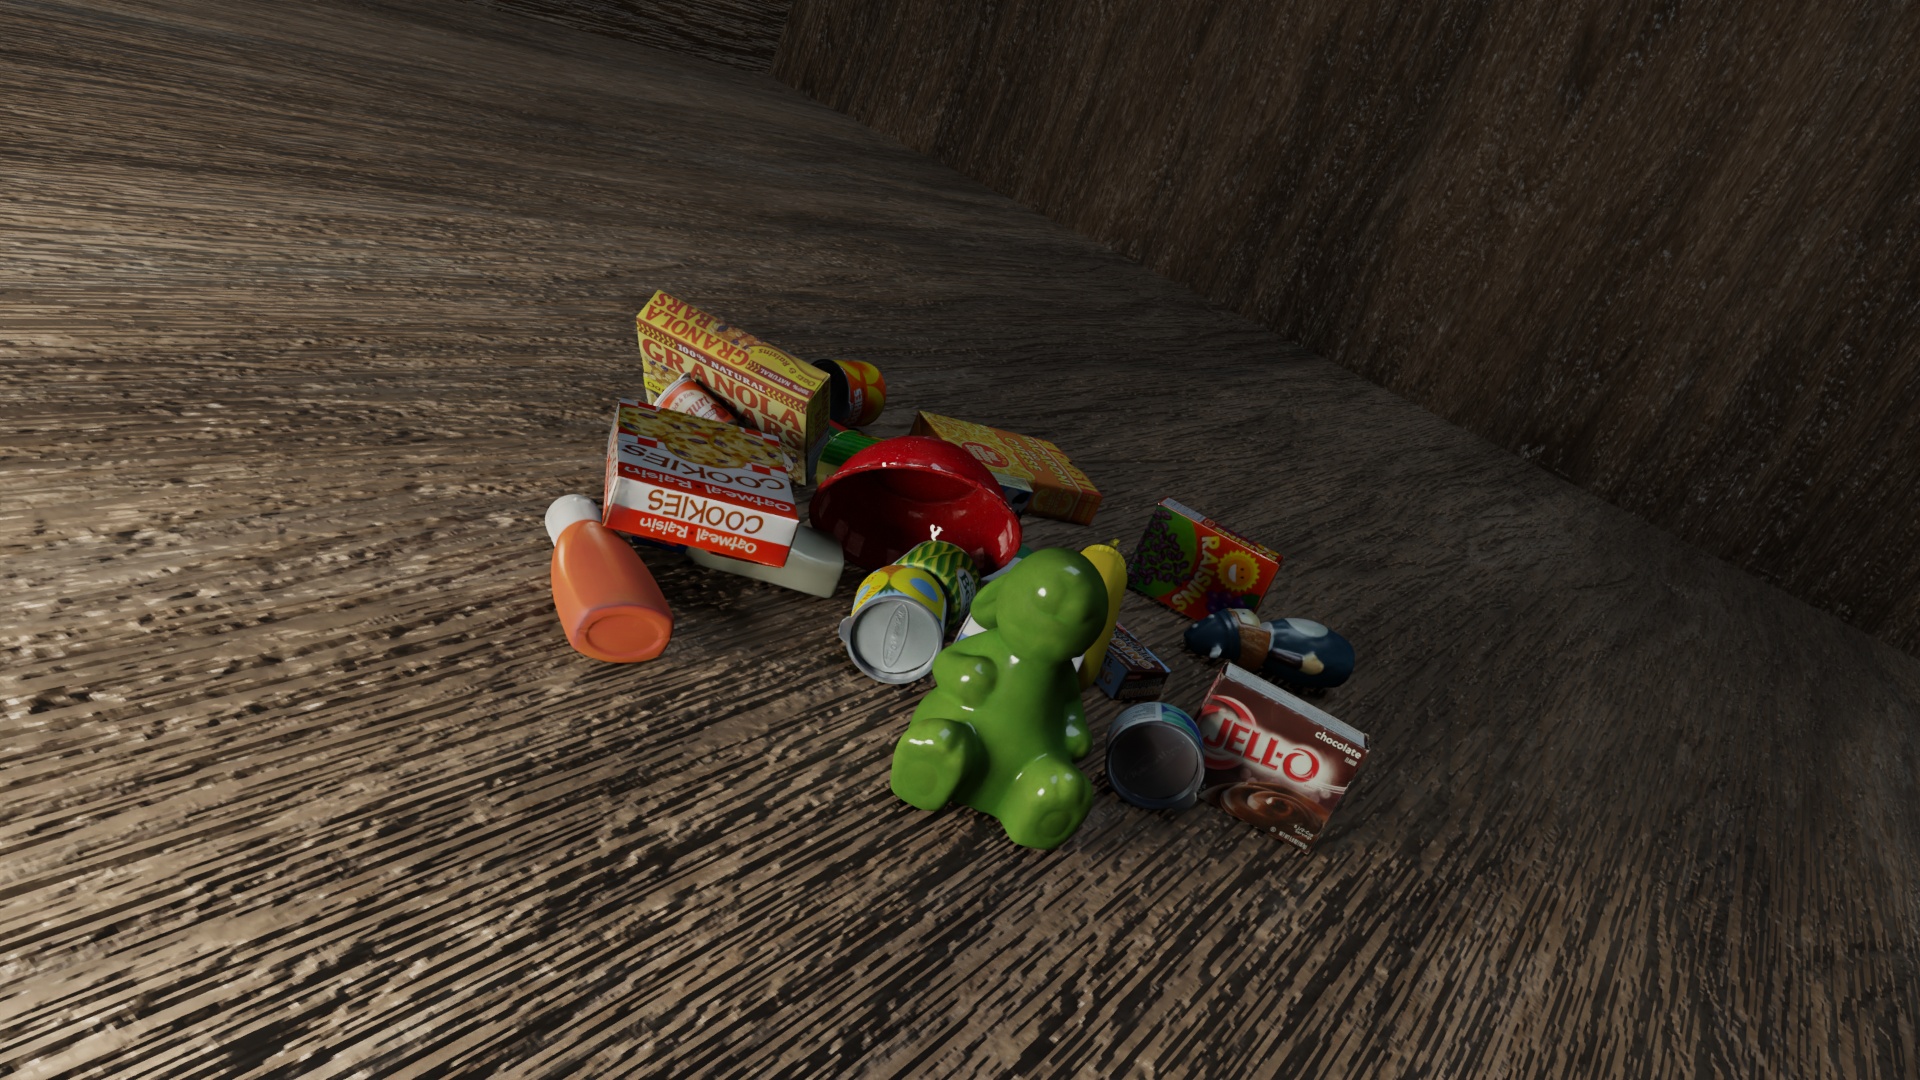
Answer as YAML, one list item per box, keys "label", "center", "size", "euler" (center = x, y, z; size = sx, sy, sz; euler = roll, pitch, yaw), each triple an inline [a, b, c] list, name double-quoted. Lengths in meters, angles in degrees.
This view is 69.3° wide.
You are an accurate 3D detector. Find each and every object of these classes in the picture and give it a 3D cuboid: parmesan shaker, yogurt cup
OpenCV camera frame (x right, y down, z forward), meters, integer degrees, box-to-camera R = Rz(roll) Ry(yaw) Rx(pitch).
- label: "parmesan shaker"
  center: [-0.061, -0.049, 1.158]
  size: [0.103, 0.071, 0.071]
  euler: [17, 12, 41]
- label: "yogurt cup"
  center: [-0.220, -0.092, 1.138]
  size: [0.054, 0.072, 0.072]
  euler: [34, 22, 6]

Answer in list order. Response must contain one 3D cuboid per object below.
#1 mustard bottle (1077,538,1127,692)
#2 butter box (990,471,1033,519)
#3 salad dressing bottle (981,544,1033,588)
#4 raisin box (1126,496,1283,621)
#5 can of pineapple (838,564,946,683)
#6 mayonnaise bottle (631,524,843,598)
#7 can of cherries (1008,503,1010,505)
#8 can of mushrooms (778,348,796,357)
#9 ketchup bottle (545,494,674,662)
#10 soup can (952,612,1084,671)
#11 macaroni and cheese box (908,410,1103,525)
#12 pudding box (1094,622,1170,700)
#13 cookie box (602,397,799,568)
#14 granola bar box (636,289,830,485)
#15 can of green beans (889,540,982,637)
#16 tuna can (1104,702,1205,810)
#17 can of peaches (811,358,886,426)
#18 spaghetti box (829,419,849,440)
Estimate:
- label: "mustard bottle"
  center: [0.097, 0.047, 1.063]
  size: [0.049, 0.065, 0.161]
  euler: [8, 36, 17]
- label: "butter box"
  center: [0.009, -0.039, 1.260]
  size: [0.103, 0.053, 0.024]
  euler: [12, 26, -27]
- label: "salad dressing bottle"
  center: [0.042, 0.043, 1.112]
  size: [0.064, 0.043, 0.148]
  euler: [18, 20, -1]
- label: "raisin box"
  center: [0.222, 0.027, 1.275]
  size: [0.123, 0.086, 0.040]
  euler: [28, 16, 13]
- label: "can of pineapple"
  center: [-0.045, 0.056, 0.958]
  size: [0.071, 0.070, 0.058]
  euler: [21, 20, -6]
- label: "mayonnaise bottle"
  center: [-0.161, 0.002, 1.007]
  size: [0.148, 0.041, 0.065]
  euler: [14, 21, -18]
- label: "can of cherries"
  center: [0.004, -0.015, 1.189]
  size: [0.071, 0.058, 0.072]
  euler: [20, 21, -8]
- label: "can of mushrooms"
  center: [-0.193, -0.172, 1.397]
  size: [0.071, 0.033, 0.071]
  euler: [20, 21, -8]
- label: "ketchup bottle"
  center: [-0.231, 0.020, 0.884]
  size: [0.065, 0.043, 0.149]
  euler: [10, 24, -34]
- label: "soup can"
  center: [0.035, 0.086, 0.968]
  size: [0.084, 0.071, 0.071]
  euler: [29, 21, 3]
- label: "macaroni and cheese box"
  center: [0.045, -0.073, 1.395]
  size: [0.167, 0.040, 0.124]
  euler: [10, 25, -31]
- label: "pudding box"
  center: [0.119, 0.091, 1.093]
  size: [0.050, 0.030, 0.084]
  euler: [6, 27, -39]
- label: "cookie box"
  center: [-0.185, -0.043, 0.976]
  size: [0.123, 0.040, 0.168]
  euler: [14, 20, -18]
- label: "granola bar box"
  center: [-0.191, -0.127, 1.175]
  size: [0.166, 0.123, 0.039]
  euler: [27, 60, 10]
- label: "can of green beans"
  center: [-0.024, 0.039, 1.020]
  size: [0.071, 0.071, 0.058]
  euler: [27, 21, 10]
- label: "tuna can"
  center: [0.131, 0.145, 0.929]
  size: [0.071, 0.070, 0.033]
  euler: [23, 19, -1]
- label: "can of peaches"
  center: [-0.114, -0.143, 1.366]
  size: [0.071, 0.071, 0.058]
  euler: [35, 23, 28]
- label: "spaghetti box"
  center: [-0.171, -0.117, 1.294]
  size: [0.250, 0.028, 0.050]
  euler: [29, 21, 14]
